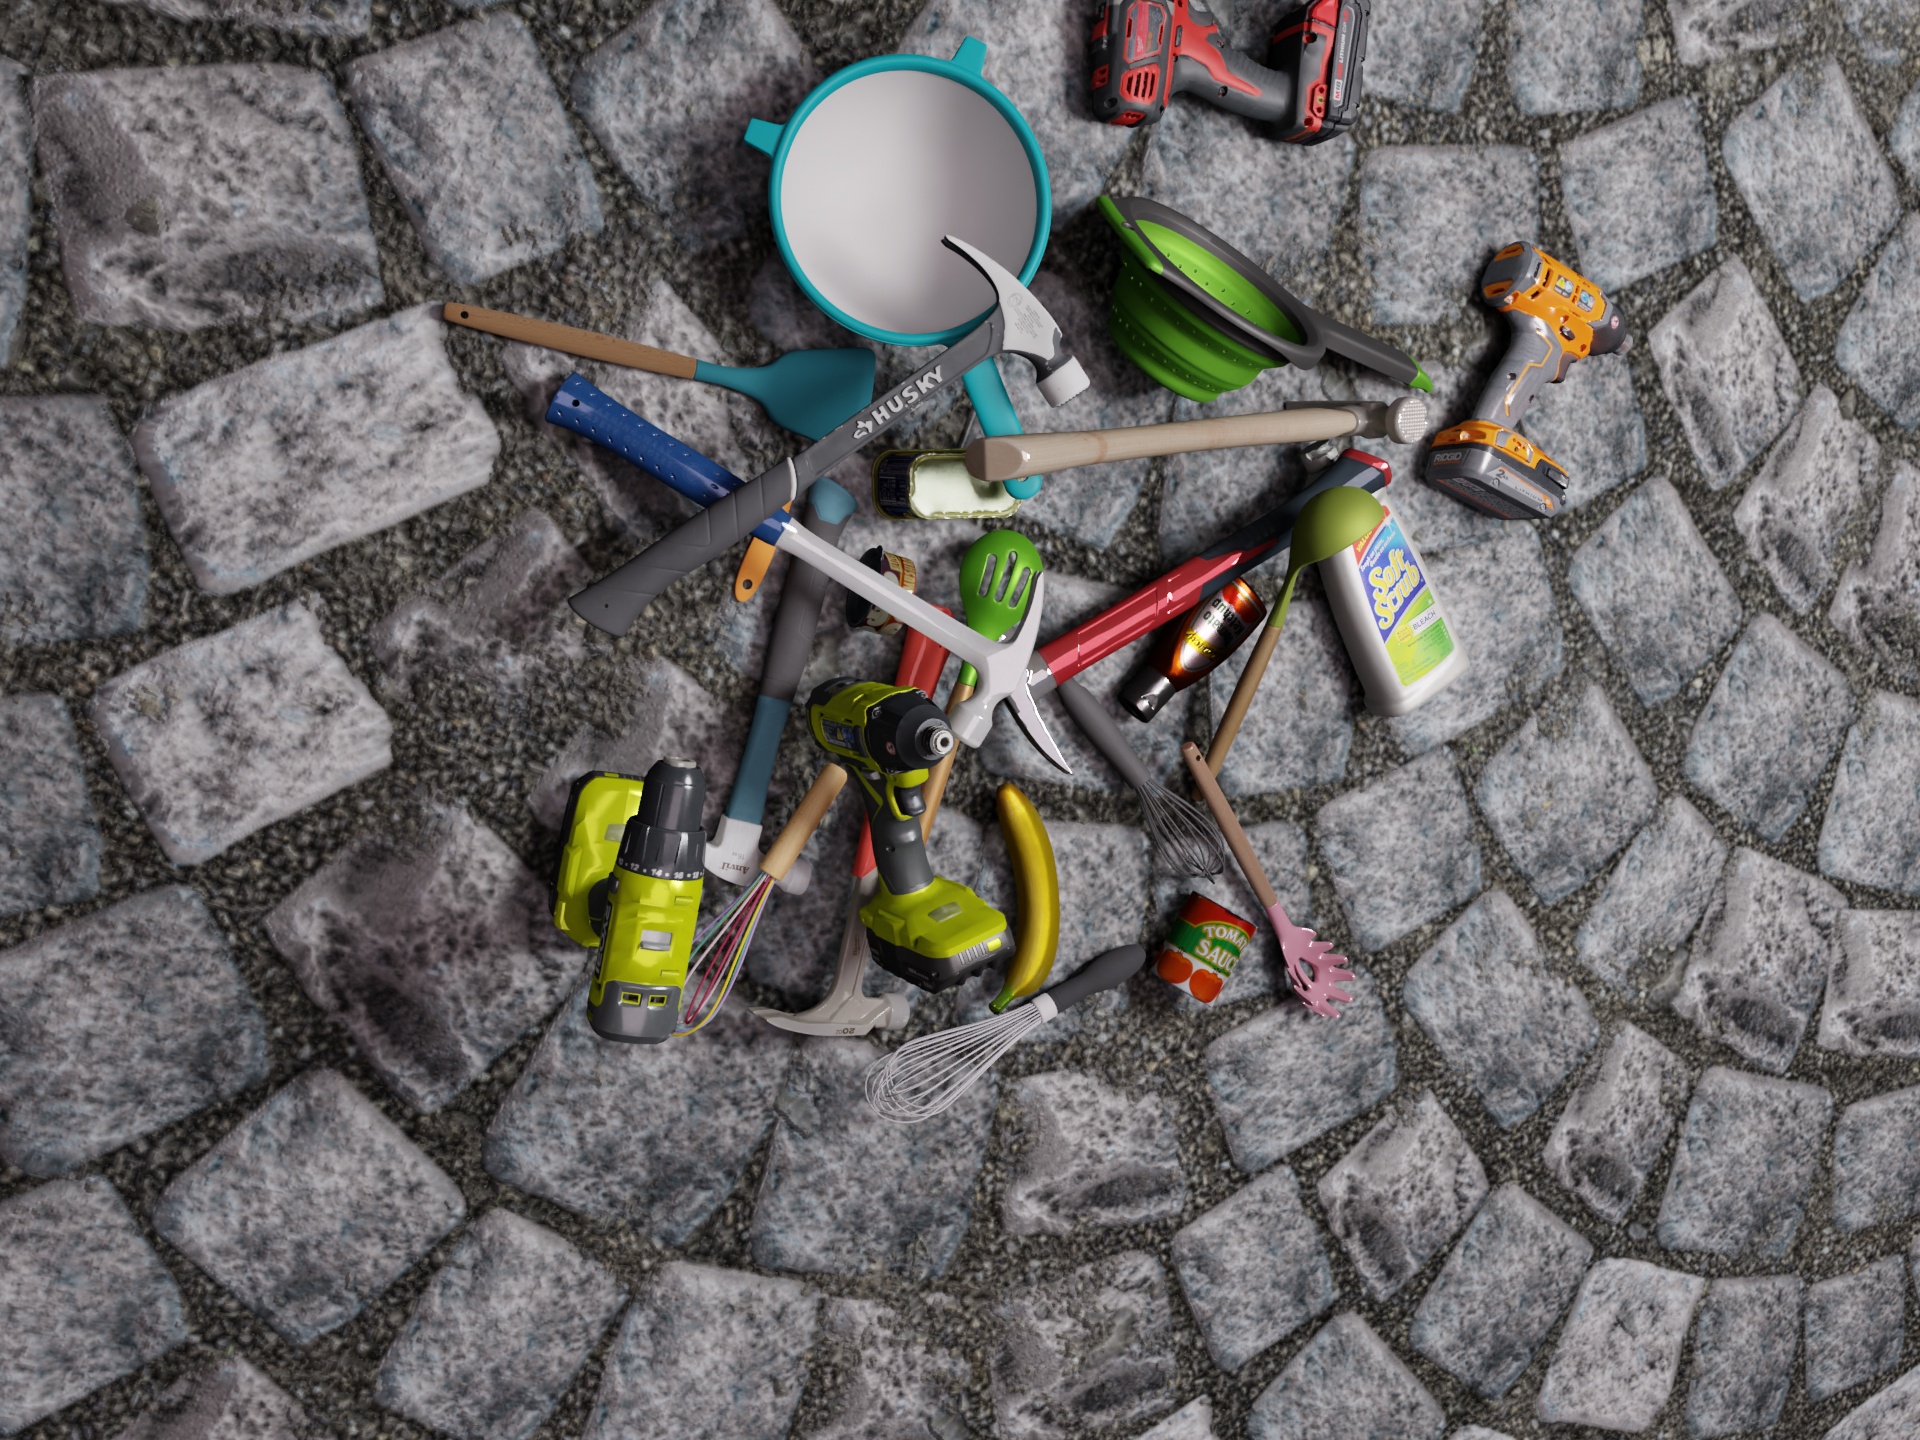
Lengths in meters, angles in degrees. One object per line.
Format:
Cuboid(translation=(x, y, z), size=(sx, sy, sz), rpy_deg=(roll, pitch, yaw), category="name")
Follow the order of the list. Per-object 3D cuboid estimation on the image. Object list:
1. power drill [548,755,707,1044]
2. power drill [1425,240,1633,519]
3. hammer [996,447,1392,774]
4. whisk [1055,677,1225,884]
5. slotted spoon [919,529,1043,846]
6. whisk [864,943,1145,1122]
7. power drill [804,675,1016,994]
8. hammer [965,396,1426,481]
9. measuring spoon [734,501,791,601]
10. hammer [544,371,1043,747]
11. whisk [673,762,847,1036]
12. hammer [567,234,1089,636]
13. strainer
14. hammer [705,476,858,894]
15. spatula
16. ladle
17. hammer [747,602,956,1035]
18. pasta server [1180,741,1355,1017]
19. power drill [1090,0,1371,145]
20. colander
Cuboid(translation=(-0.235, 0.107, 1.145), size=(0.080, 0.229, 0.190), rpy_deg=(9, 95, -22), category="power drill")
Cuboid(translation=(0.532, -0.303, 1.463), size=(0.164, 0.084, 0.226), rpy_deg=(21, 87, -23), category="power drill")
Cuboid(translation=(0.207, -0.106, 1.347), size=(0.386, 0.038, 0.143), rpy_deg=(-31, 94, -7), category="hammer")
Cuboid(translation=(0.156, 0.053, 1.389), size=(0.055, 0.055, 0.238), rpy_deg=(-42, 106, -10), category="whisk")
Cuboid(translation=(-0.002, -0.004, 1.288), size=(0.070, 0.031, 0.314), rpy_deg=(18, 91, -11), category="slotted spoon")
Cuboid(translation=(0.045, 0.265, 1.374), size=(0.284, 0.070, 0.070), rpy_deg=(-25, 107, -21), category="whisk")
Cuboid(translation=(-0.036, 0.082, 1.192), size=(0.080, 0.171, 0.223), rpy_deg=(-23, 108, -27), category="power drill")
Cuboid(translation=(0.175, -0.224, 1.254), size=(0.410, 0.146, 0.038), rpy_deg=(-12, 106, -32), category="hammer")
Cuboid(translation=(-0.150, -0.147, 1.257), size=(0.021, 0.011, 0.117), rpy_deg=(24, 89, -23), category="measuring spoon")
Cuboid(translation=(-0.121, -0.142, 1.203), size=(0.405, 0.035, 0.144), rpy_deg=(31, 91, -8), category="hammer")
Cuboid(translation=(-0.159, 0.141, 1.247), size=(0.051, 0.047, 0.245), rpy_deg=(36, 80, -22), category="whisk")
Cuboid(translation=(-0.111, -0.192, 1.161), size=(0.409, 0.036, 0.149), rpy_deg=(-35, 101, -1), category="hammer")
Cuboid(translation=(-0.018, -0.328, 1.223), size=(0.211, 0.095, 0.340), rpy_deg=(-24, 99, -7), category="strainer")
Cuboid(translation=(-0.143, -0.031, 1.267), size=(0.128, 0.033, 0.331), rpy_deg=(14, 93, -24), category="hammer")
Cuboid(translation=(-0.223, -0.272, 1.193), size=(0.317, 0.044, 0.082), rpy_deg=(9, 98, -21), category="spatula")
Cuboid(translation=(0.268, -0.055, 1.349), size=(0.062, 0.078, 0.320), rpy_deg=(21, 121, 4), category="ladle")
Cuboid(translation=(-0.070, 0.079, 1.296), size=(0.149, 0.037, 0.359), rpy_deg=(12, 91, -42), category="hammer")
Cuboid(translation=(0.275, 0.146, 1.440), size=(0.060, 0.040, 0.316), rpy_deg=(-44, 117, -27), category="pasta server")
Cuboid(translation=(0.216, -0.573, 1.302), size=(0.226, 0.080, 0.188), rpy_deg=(2, 97, -19), category="power drill")
Cuboid(translation=(0.251, -0.314, 1.343), size=(0.396, 0.205, 0.094), rpy_deg=(11, 129, -38), category="colander")
